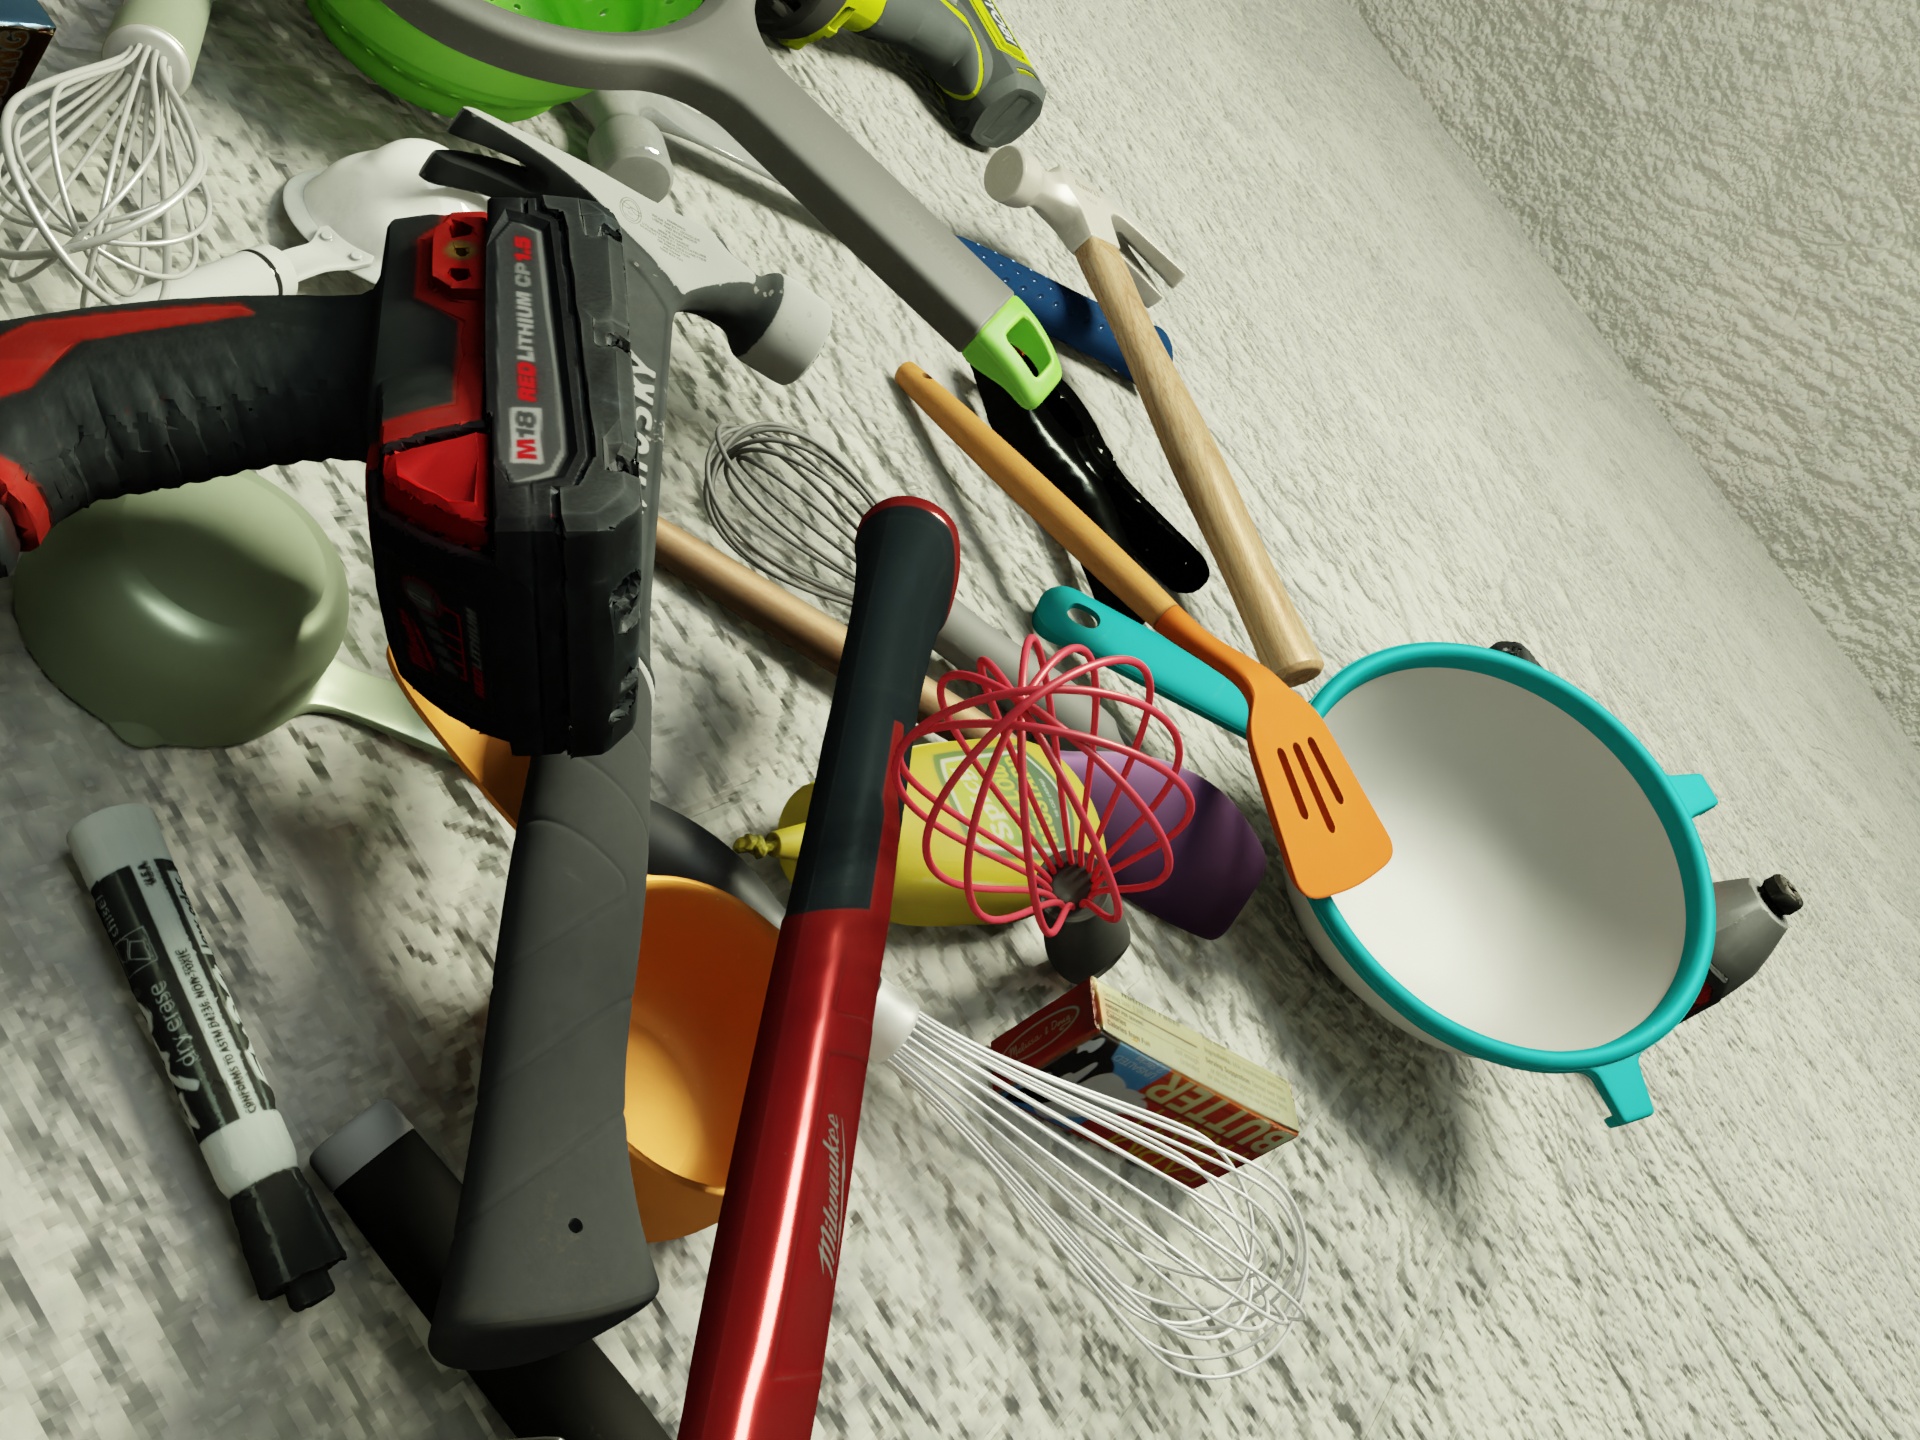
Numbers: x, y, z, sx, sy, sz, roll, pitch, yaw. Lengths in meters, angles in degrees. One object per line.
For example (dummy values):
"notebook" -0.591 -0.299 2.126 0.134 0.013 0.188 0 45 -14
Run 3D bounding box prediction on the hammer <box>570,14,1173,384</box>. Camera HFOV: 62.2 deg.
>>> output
"hammer" -0.027 -0.258 0.832 0.405 0.035 0.144 12 50 -44

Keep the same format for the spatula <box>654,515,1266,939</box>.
"spatula" -0.001 -0.002 0.617 0.315 0.060 0.018 31 3 -22

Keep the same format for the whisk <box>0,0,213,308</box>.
"whisk" -0.246 -0.194 0.476 0.247 0.058 0.059 -109 174 -45

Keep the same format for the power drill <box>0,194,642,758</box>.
"power drill" -0.182 -0.035 0.327 0.226 0.080 0.188 -2 54 -14

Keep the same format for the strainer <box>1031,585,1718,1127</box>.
"strainer" 0.177 0.044 0.750 0.340 0.095 0.211 28 57 3

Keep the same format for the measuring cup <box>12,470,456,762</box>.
"measuring cup" -0.162 -0.018 0.434 0.167 0.038 0.083 25 41 -31

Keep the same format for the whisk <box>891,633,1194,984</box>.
"whisk" 0.033 0.045 0.474 0.295 0.073 0.073 68 -3 -70

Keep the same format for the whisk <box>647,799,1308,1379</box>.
"whisk" -0.001 0.113 0.495 0.284 0.070 0.070 38 35 -11

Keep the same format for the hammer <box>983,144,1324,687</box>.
"hammer" 0.117 -0.166 0.863 0.130 0.031 0.331 3 59 -49

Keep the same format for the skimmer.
"skimmer" -0.016 0.224 0.332 0.127 0.090 0.363 -38 87 -26

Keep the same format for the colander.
"colander" -0.128 -0.247 0.621 0.397 0.094 0.205 43 47 -8

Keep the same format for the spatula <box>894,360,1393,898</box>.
"spatula" 0.070 -0.054 0.707 0.081 0.041 0.323 -15 54 -48

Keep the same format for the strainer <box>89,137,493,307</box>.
"strainer" -0.211 -0.142 0.497 0.087 0.050 0.258 33 37 1

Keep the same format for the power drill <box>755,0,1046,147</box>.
"power drill" -0.055 -0.447 0.949 0.223 0.080 0.171 -1 60 -55

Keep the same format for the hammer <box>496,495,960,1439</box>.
"hammer" -0.036 0.041 0.394 0.387 0.038 0.143 -84 158 -51

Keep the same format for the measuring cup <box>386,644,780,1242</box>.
"measuring cup" -0.106 0.058 0.419 0.173 0.052 0.095 51 33 3

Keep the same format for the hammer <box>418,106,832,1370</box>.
"hammer" -0.100 -0.031 0.436 0.149 0.036 0.409 27 39 -31

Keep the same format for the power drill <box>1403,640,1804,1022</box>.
"power drill" 0.329 0.072 0.850 0.219 0.143 0.078 46 30 -5

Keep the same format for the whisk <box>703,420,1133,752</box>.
"whisk" -0.009 -0.040 0.637 0.238 0.055 0.055 36 36 -30
